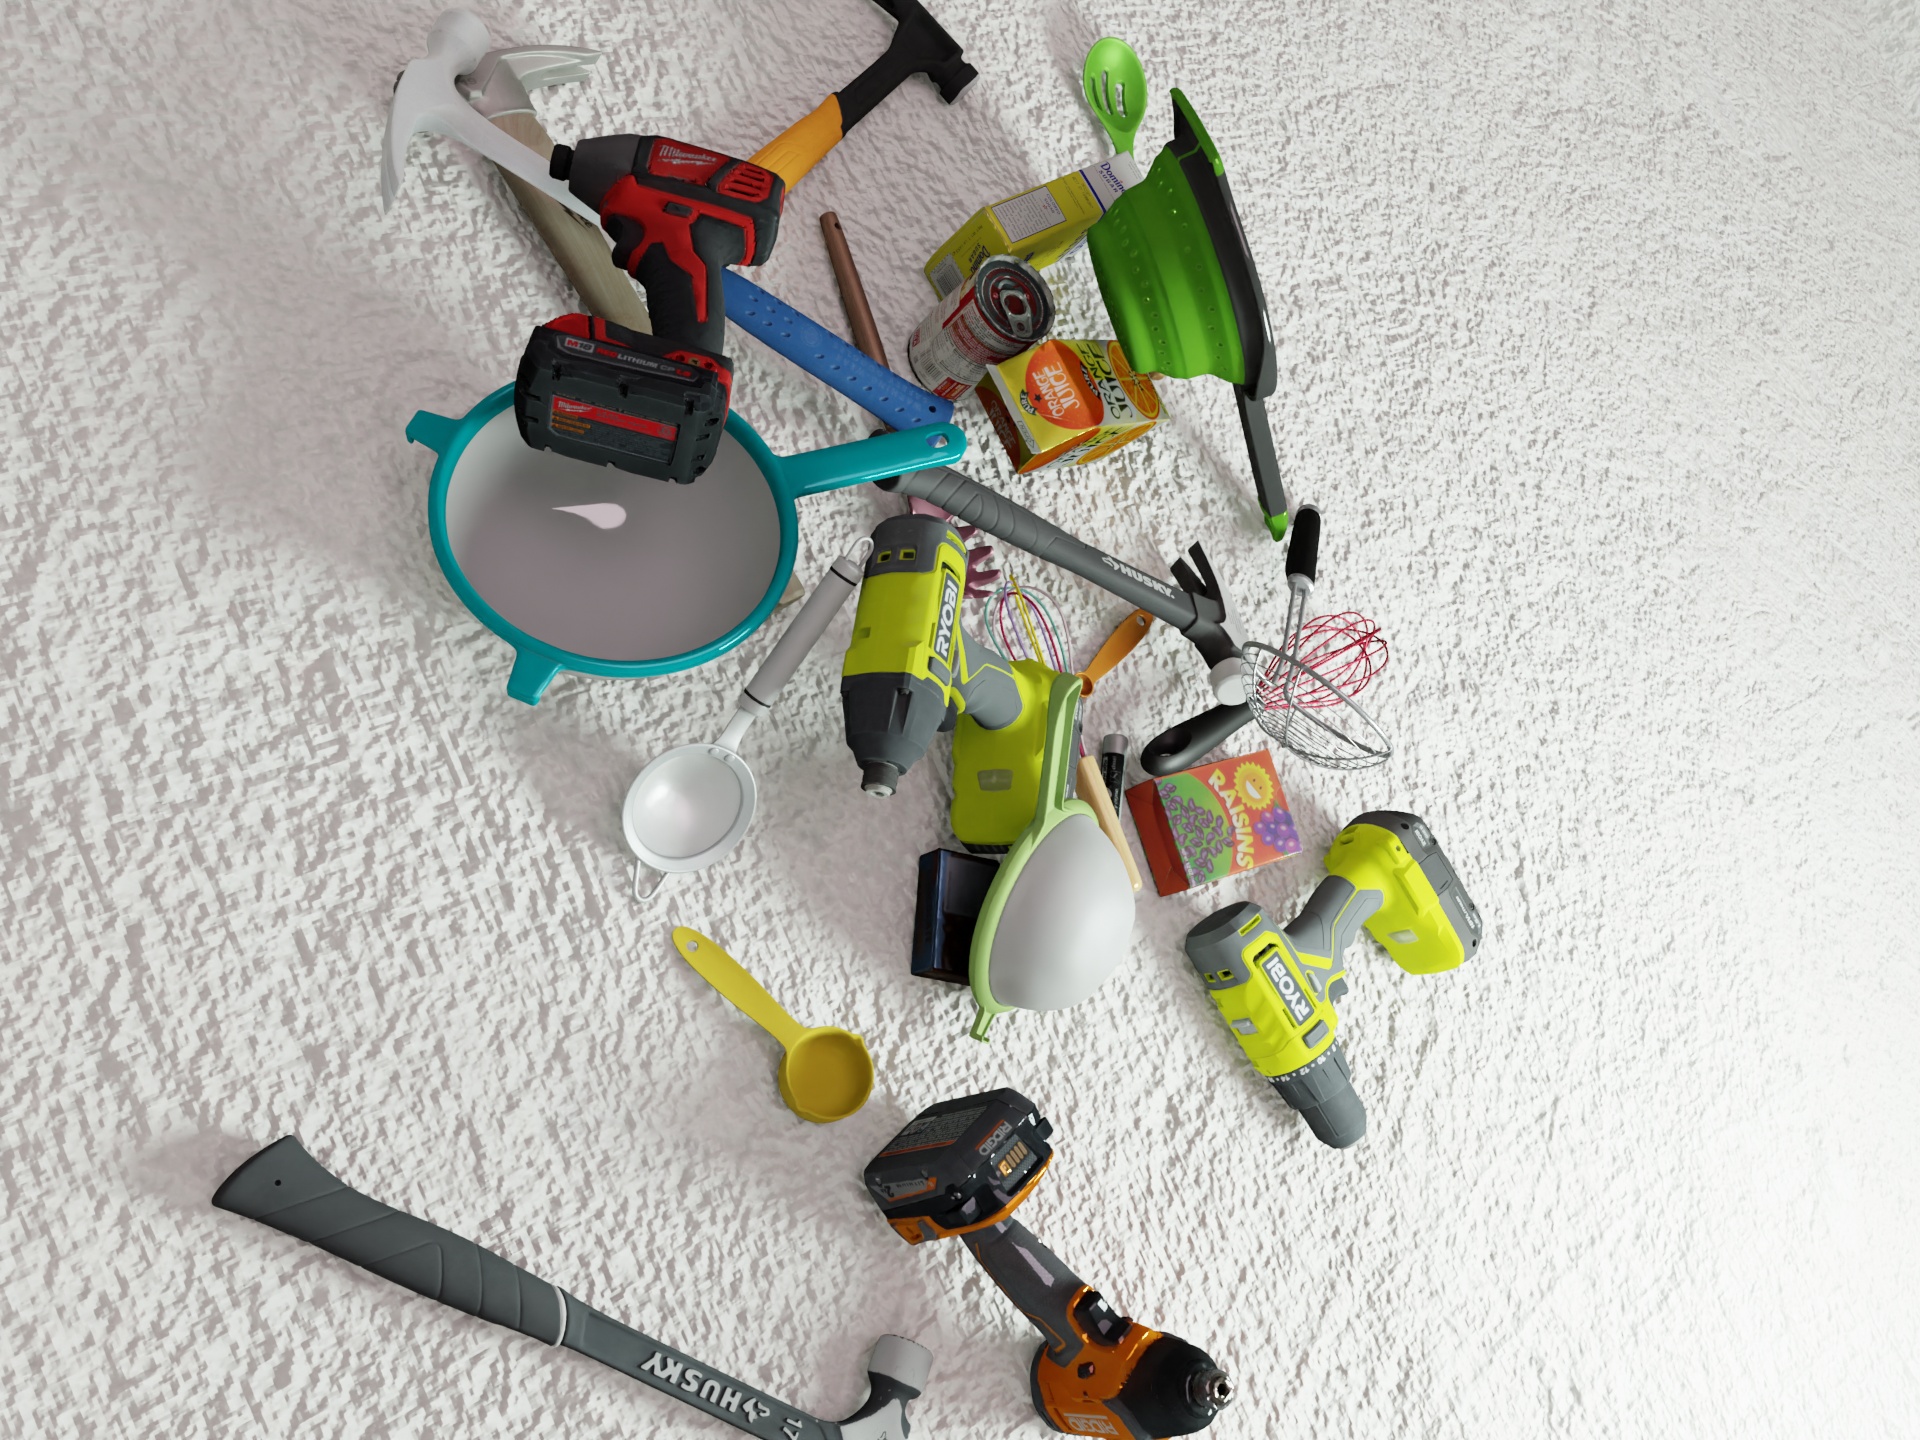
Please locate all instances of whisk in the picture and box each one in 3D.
[{"bbox_3d":[0.075,0.008,1.132,0.051,0.047,0.245,-15,79,-28],"label":"whisk"},{"bbox_3d":[0.239,-0.020,1.234,0.296,0.073,0.073,-27,89,-37],"label":"whisk"}]

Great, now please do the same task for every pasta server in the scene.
[{"bbox_3d":[-0.045,-0.229,1.150,0.060,0.040,0.316,-9,77,-46],"label":"pasta server"}]

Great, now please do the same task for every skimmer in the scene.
[{"bbox_3d":[0.275,-0.087,1.204,0.127,0.090,0.363,39,37,-13],"label":"skimmer"}]

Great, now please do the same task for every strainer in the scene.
[{"bbox_3d":[-0.128,-0.005,0.955,0.086,0.050,0.258,29,101,-38],"label":"strainer"},{"bbox_3d":[0.076,0.088,0.999,0.069,0.256,0.151,24,39,26],"label":"strainer"},{"bbox_3d":[-0.155,-0.120,0.985,0.340,0.095,0.211,-18,71,-26],"label":"strainer"}]

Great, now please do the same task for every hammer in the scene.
[{"bbox_3d":[-0.210,-0.258,1.056,0.146,0.038,0.410,-30,92,-38],"label":"hammer"},{"bbox_3d":[-0.180,-0.291,1.040,0.405,0.035,0.144,29,61,-22],"label":"hammer"},{"bbox_3d":[0.075,-0.127,1.150,0.334,0.035,0.146,24,39,-28],"label":"hammer"},{"bbox_3d":[-0.111,-0.445,1.185,0.127,0.034,0.337,44,56,-13],"label":"hammer"},{"bbox_3d":[-0.204,0.333,0.855,0.408,0.036,0.149,33,60,-18],"label":"hammer"}]

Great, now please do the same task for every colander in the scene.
[{"bbox_3d":[0.174,-0.265,1.195,0.396,0.094,0.205,63,10,-48],"label":"colander"}]

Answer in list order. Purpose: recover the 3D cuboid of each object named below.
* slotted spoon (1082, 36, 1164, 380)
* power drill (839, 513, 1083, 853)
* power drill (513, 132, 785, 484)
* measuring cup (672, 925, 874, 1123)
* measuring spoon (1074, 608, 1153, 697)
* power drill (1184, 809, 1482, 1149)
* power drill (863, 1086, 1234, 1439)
[{"bbox_3d":[0.145,-0.435,1.352,0.070,0.031,0.314,2,74,-32],"label":"slotted spoon"},{"bbox_3d":[-0.002,-0.003,1.007,0.223,0.080,0.171,44,49,-55],"label":"power drill"},{"bbox_3d":[-0.189,-0.258,0.944,0.143,0.078,0.220,13,59,-12],"label":"power drill"},{"bbox_3d":[-0.120,0.184,0.972,0.156,0.029,0.062,43,55,1],"label":"measuring cup"},{"bbox_3d":[0.115,-0.052,1.211,0.021,0.011,0.117,50,51,-7],"label":"measuring spoon"},{"bbox_3d":[0.291,0.189,1.198,0.228,0.080,0.190,-33,93,-33],"label":"power drill"},{"bbox_3d":[0.058,0.331,0.945,0.084,0.164,0.226,-39,94,-35],"label":"power drill"}]
